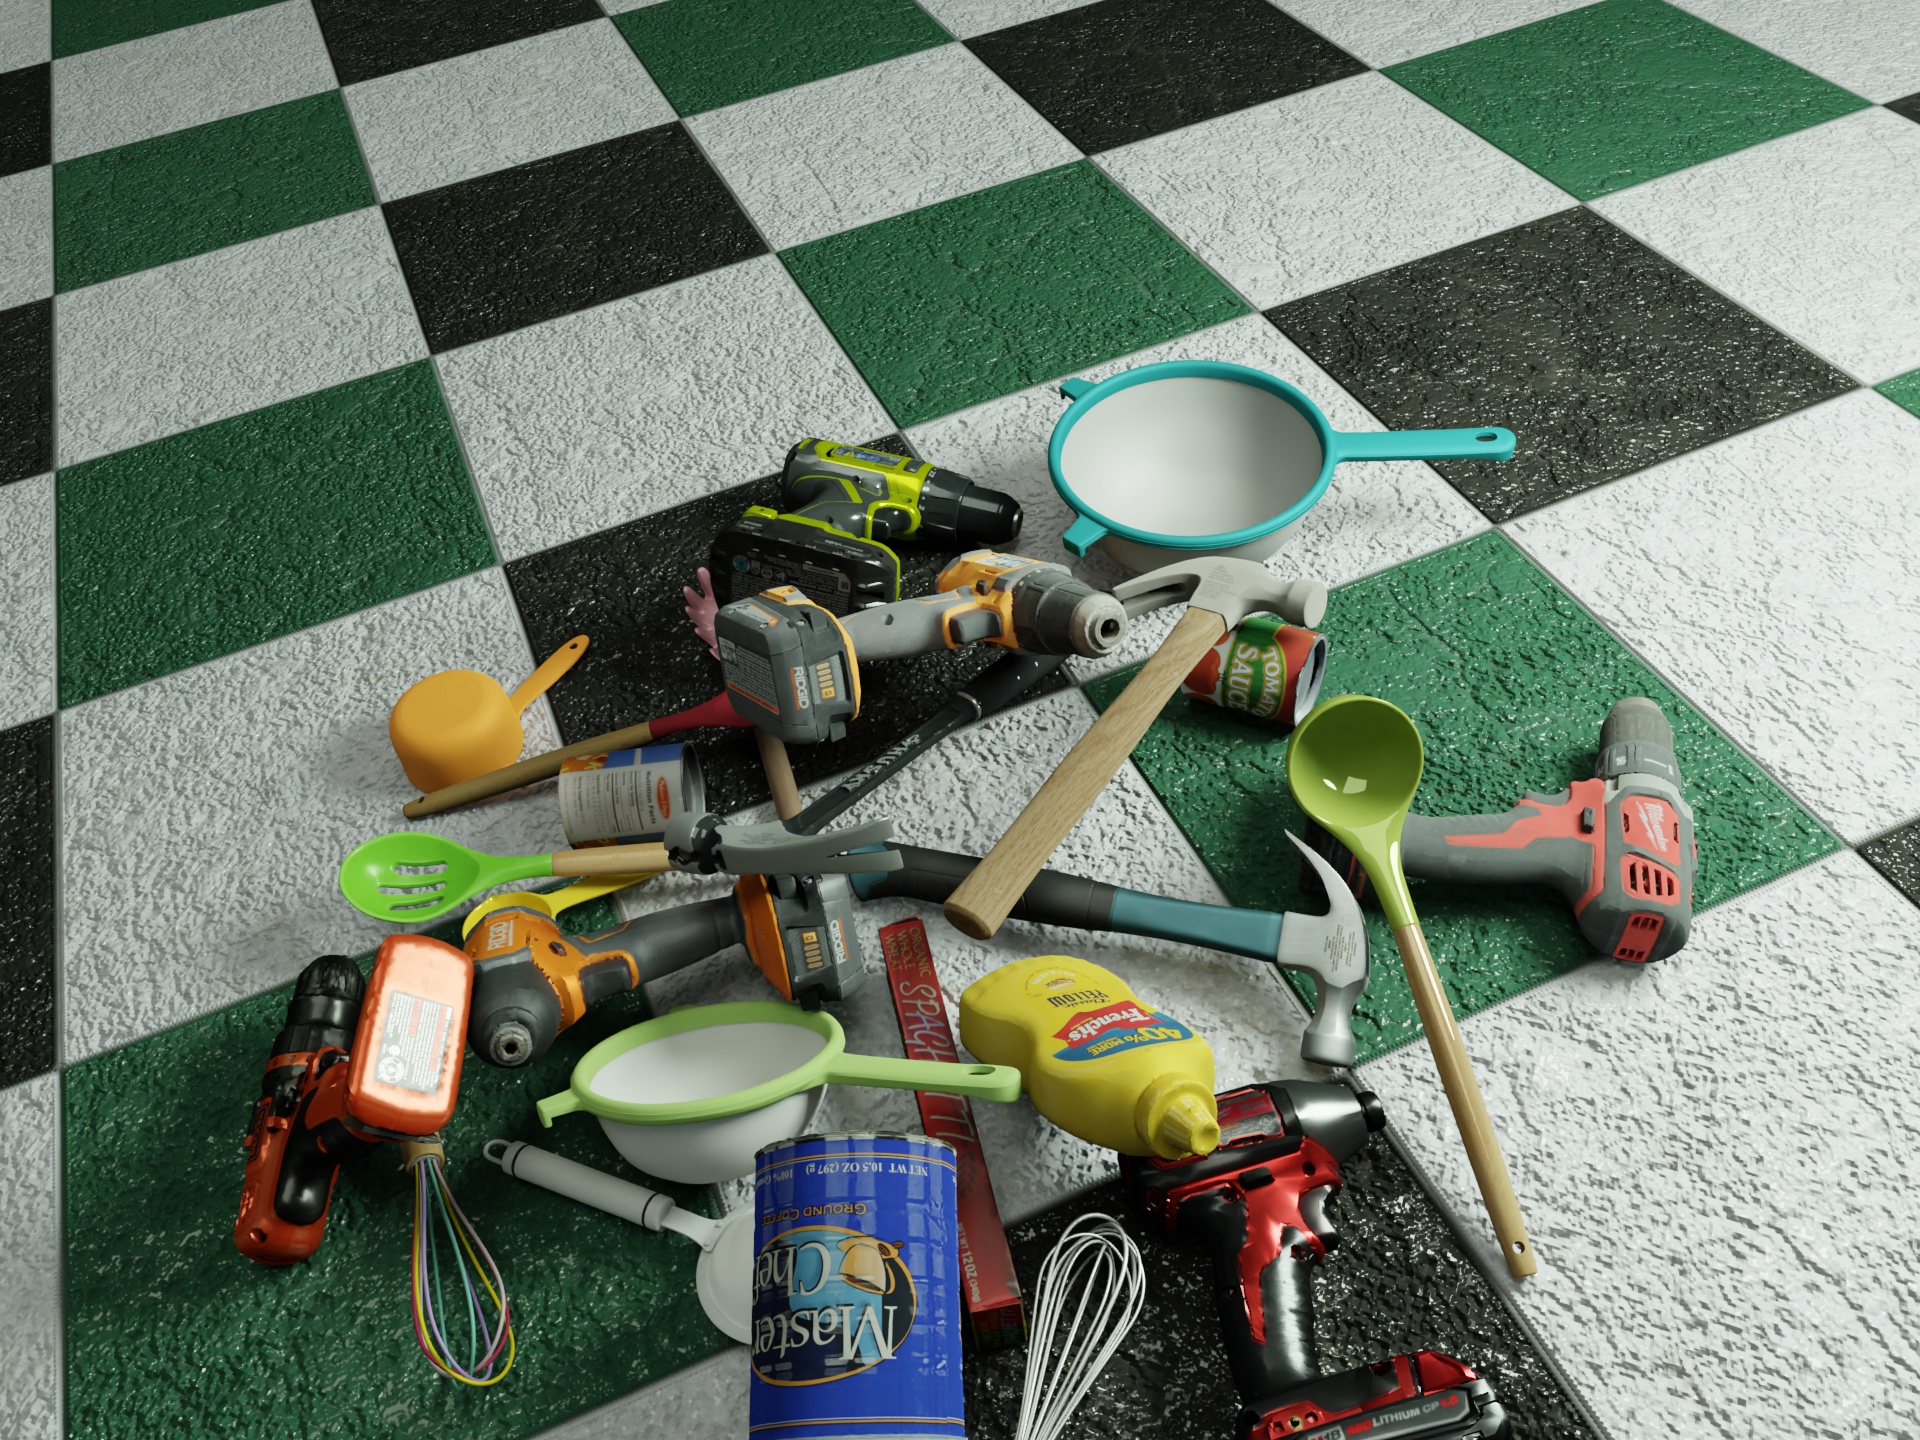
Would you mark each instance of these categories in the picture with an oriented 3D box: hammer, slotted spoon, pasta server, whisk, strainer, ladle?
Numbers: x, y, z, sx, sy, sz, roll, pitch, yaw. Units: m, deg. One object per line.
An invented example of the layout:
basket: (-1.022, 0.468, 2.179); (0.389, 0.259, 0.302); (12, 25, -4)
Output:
hammer: (-0.002, -0.003, 1.021); (0.149, 0.036, 0.409); (1, 24, 36)
slotted spoon: (-0.234, 0.093, 1.019); (0.313, 0.031, 0.070); (-4, 50, -3)
pasta server: (-0.140, 0.000, 1.122); (0.060, 0.040, 0.317); (-21, 48, -2)
hammer: (0.095, 0.008, 0.997); (0.130, 0.031, 0.331); (18, 54, 36)
whisk: (-0.293, 0.267, 0.889); (0.047, 0.051, 0.245); (-5, 37, -27)
strainer: (-0.158, 0.270, 0.863); (0.258, 0.050, 0.087); (12, 45, 23)
ladle: (0.250, 0.134, 0.858); (0.078, 0.062, 0.320); (-15, 66, 4)
strainer: (-0.086, 0.212, 0.863); (0.256, 0.069, 0.151); (-1, 12, 22)
hammer: (0.081, 0.113, 0.963); (0.331, 0.033, 0.128); (8, 75, 21)
strainer: (0.237, -0.175, 1.199); (0.340, 0.095, 0.211); (-1, 49, 4)
ladle: (-0.239, 0.016, 1.103); (0.315, 0.031, 0.069); (-18, 39, 3)
whisk: (0.031, 0.349, 0.754); (0.058, 0.059, 0.246); (-19, 34, 48)

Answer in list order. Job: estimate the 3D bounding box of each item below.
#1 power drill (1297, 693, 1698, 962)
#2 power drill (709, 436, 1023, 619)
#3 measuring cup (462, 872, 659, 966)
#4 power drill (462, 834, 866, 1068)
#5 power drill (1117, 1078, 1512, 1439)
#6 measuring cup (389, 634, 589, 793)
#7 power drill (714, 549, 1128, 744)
power drill: (0.334, 0.047, 0.984); (0.227, 0.080, 0.188); (9, 48, 13)
power drill: (-0.069, -0.138, 1.189); (0.190, 0.080, 0.229); (14, 32, 12)
measuring cup: (-0.244, 0.121, 1.033); (0.156, 0.029, 0.062); (-22, 41, -27)
power drill: (-0.175, 0.138, 0.916); (0.226, 0.084, 0.164); (-13, 13, -11)
power drill: (0.175, 0.276, 0.785); (0.143, 0.078, 0.220); (-14, 43, -5)
measuring cup: (-0.339, -0.023, 1.160); (0.095, 0.052, 0.174); (24, 56, 28)
power drill: (-0.021, -0.052, 1.006); (0.226, 0.084, 0.185); (-16, 19, -24)
